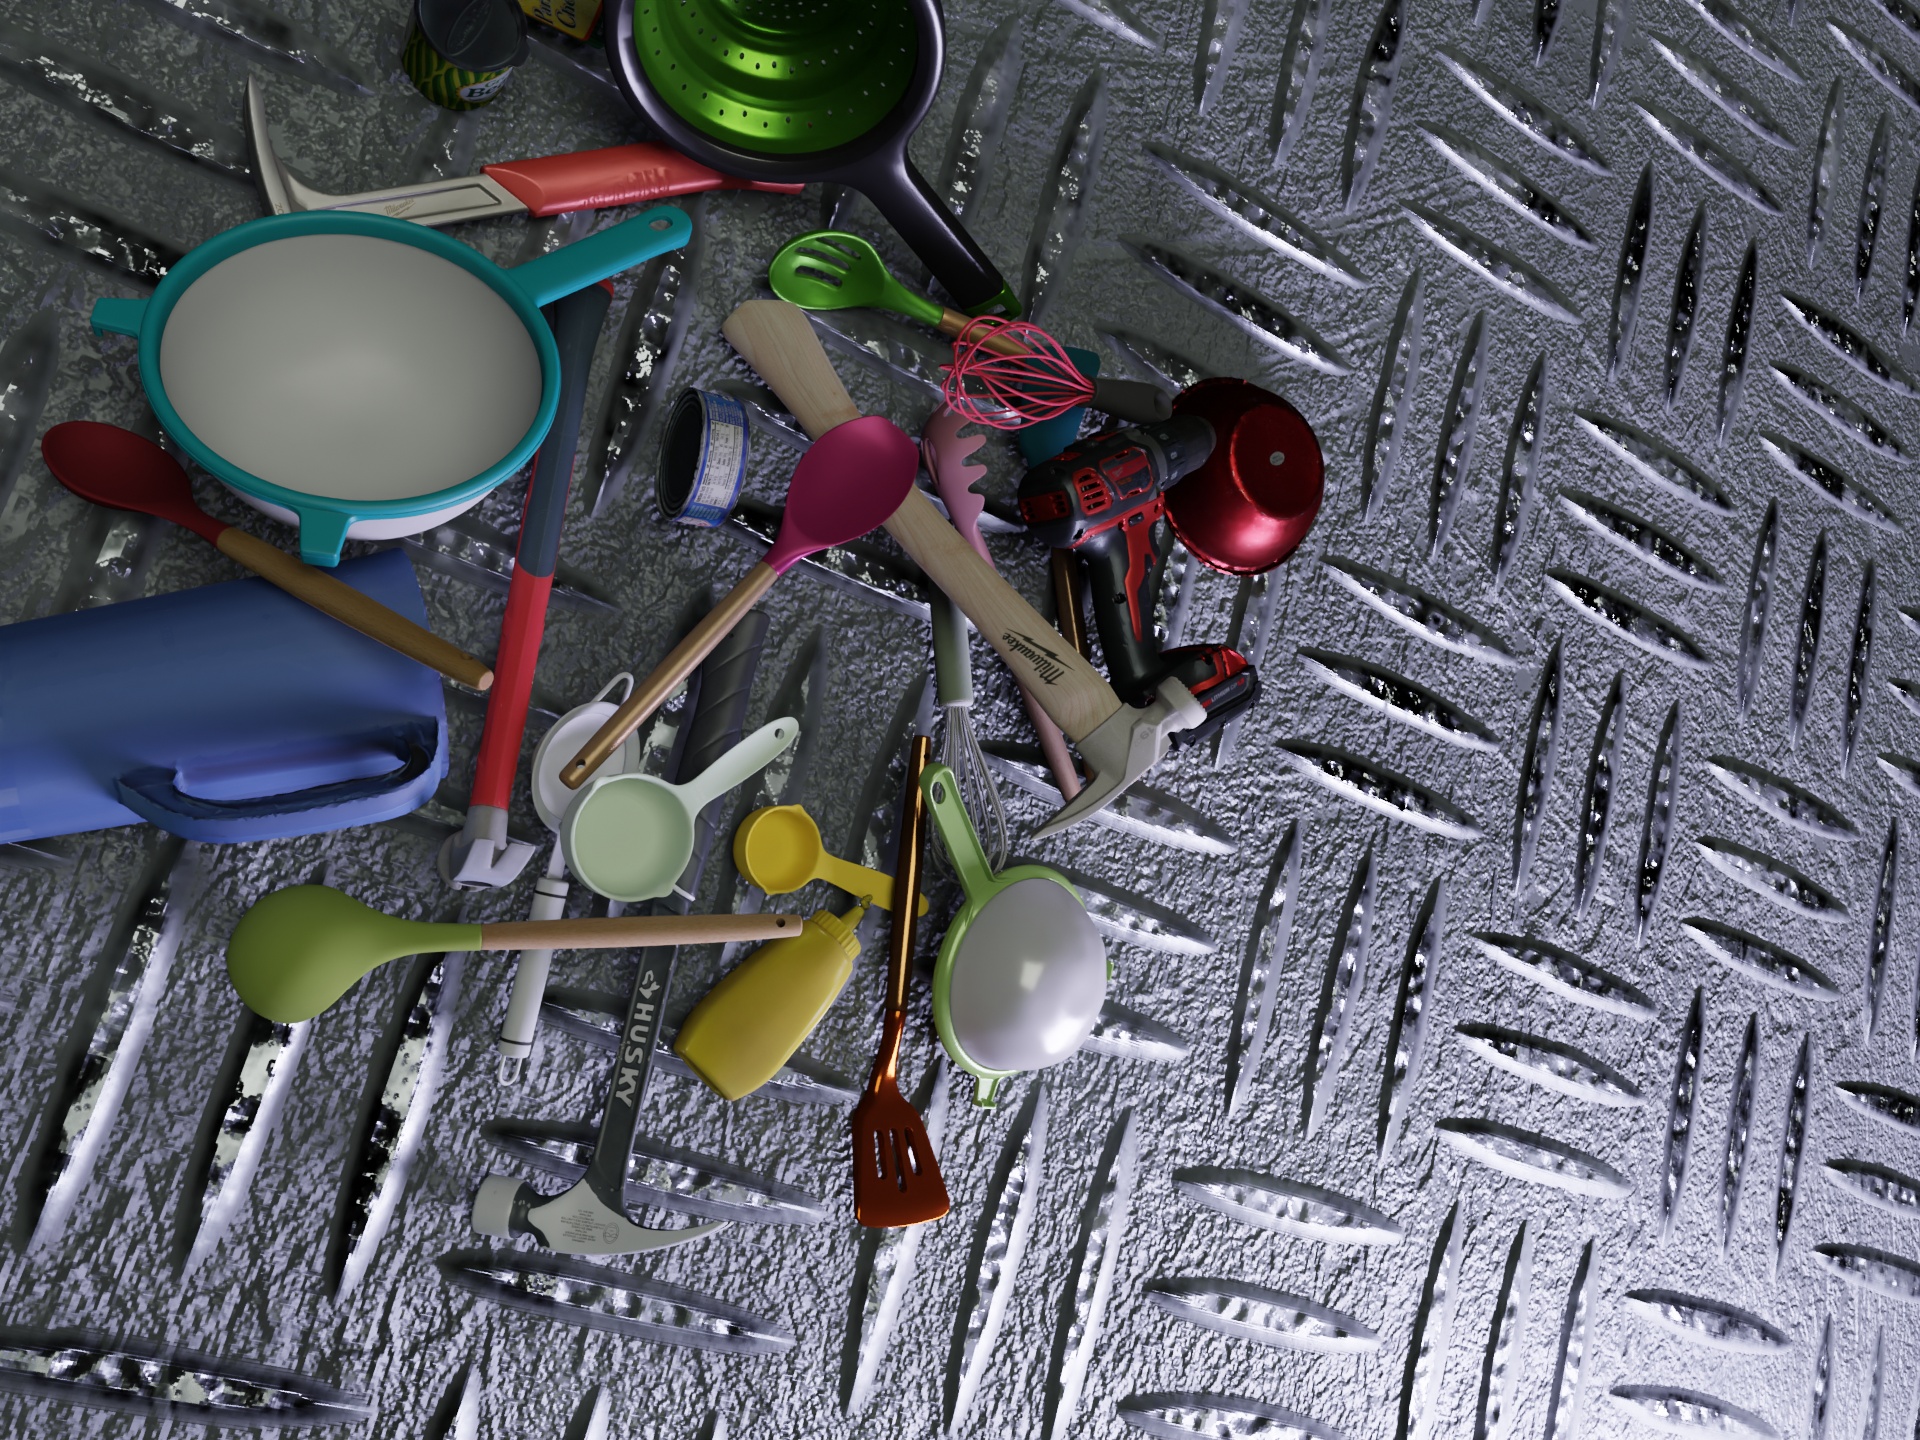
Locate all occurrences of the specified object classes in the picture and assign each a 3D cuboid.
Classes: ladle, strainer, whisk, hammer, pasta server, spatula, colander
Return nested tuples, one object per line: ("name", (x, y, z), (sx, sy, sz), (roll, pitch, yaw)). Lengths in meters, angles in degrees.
("ladle", (-0.363, -0.086, 0.829), (0.069, 0.315, 0.031), (-31, 142, -56))
("strainer", (-0.249, 0.093, 0.969), (0.086, 0.050, 0.258), (21, 79, -57))
("whisk", (0.076, -0.230, 1.102), (0.295, 0.073, 0.073), (-7, 88, -56))
("hammer", (-0.250, -0.095, 0.942), (0.038, 0.143, 0.386), (12, 75, -23))
("pasta server", (0.037, -0.078, 1.138), (0.040, 0.060, 0.316), (-25, 101, -16))
("ladle", (-0.252, 0.129, 0.924), (0.320, 0.062, 0.078), (0, 64, -19))
("hammer", (-0.022, -0.110, 1.068), (0.146, 0.038, 0.410), (-41, 91, 2))
("hammer", (-0.254, -0.350, 1.008), (0.359, 0.037, 0.149), (-21, 100, -28))
("hammer", (-0.176, 0.121, 0.984), (0.149, 0.036, 0.409), (10, 74, 5))
("strainer", (0.039, 0.136, 1.055), (0.151, 0.069, 0.256), (-42, 126, -30))
("whisk", (-0.002, -0.004, 1.112), (0.059, 0.058, 0.246), (7, 76, -62))
("spatula", (-0.034, 0.171, 1.067), (0.081, 0.041, 0.323), (9, 84, -41))
("strainer", (-0.292, -0.206, 0.917), (0.211, 0.095, 0.340), (45, 54, 10))
("colander", (-0.069, -0.405, 1.035), (0.396, 0.204, 0.095), (39, 41, -49))
("spatula", (0.084, -0.111, 1.164), (0.082, 0.044, 0.317), (-9, 91, -46))

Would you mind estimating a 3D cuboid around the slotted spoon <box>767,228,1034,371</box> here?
("slotted spoon", (0.004, -0.278, 1.140), (0.313, 0.070, 0.031), (17, 48, -31))

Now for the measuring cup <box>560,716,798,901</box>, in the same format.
("measuring cup", (-0.170, 0.045, 0.972), (0.167, 0.038, 0.083), (-37, 108, -29))

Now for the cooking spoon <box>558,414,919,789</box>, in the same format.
("cooking spoon", (-0.137, -0.077, 0.993), (0.069, 0.017, 0.319), (41, 70, -1))

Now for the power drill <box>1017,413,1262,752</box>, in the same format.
("power drill", (0.144, -0.106, 1.156), (0.188, 0.080, 0.226), (-29, 106, -39))

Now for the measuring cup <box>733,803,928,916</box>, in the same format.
("measuring cup", (-0.086, 0.102, 1.069), (0.156, 0.029, 0.062), (28, 74, -35))
